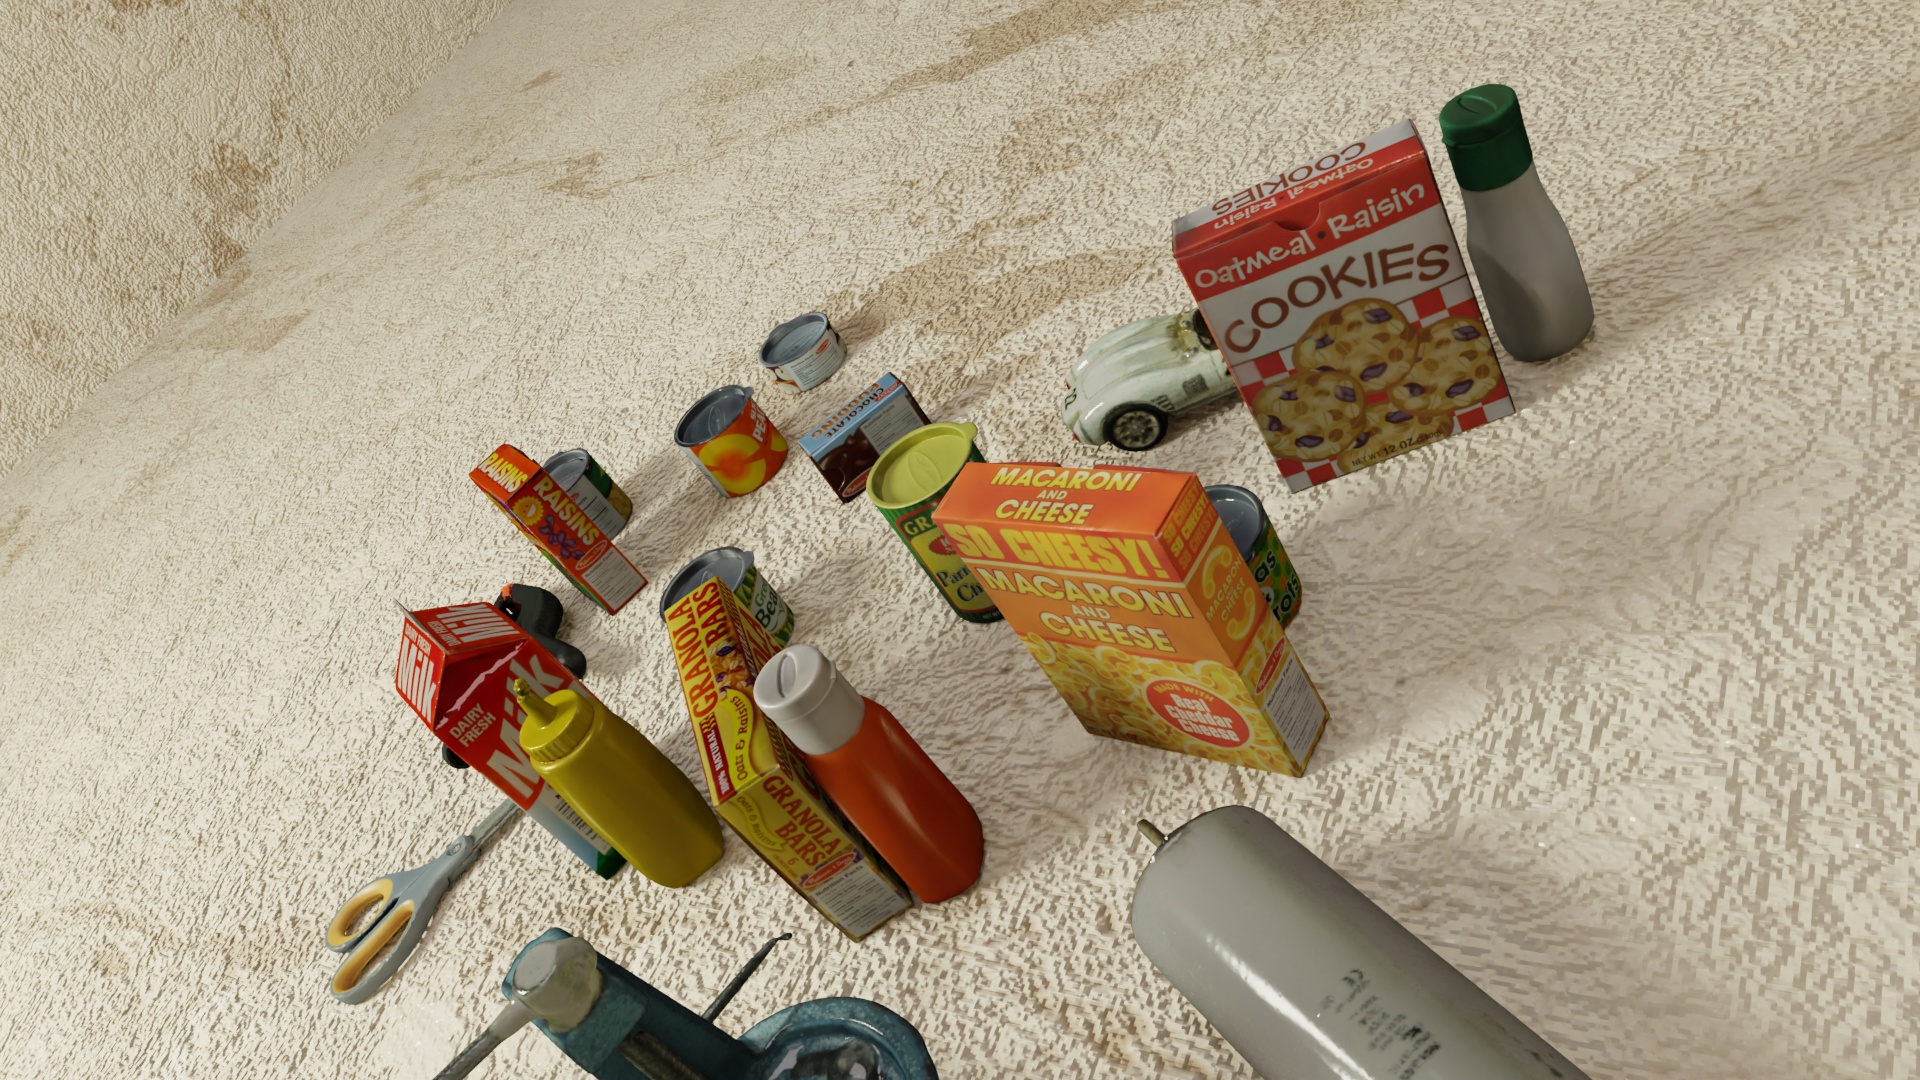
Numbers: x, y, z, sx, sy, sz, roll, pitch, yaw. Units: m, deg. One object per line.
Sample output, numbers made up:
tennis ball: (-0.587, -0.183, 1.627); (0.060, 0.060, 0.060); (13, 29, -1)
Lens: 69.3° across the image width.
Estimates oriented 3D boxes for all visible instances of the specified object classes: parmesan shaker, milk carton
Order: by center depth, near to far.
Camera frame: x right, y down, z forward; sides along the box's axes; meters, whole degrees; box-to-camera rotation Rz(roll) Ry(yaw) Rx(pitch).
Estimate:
milk carton: (-0.248, 0.103, 0.791); (0.073, 0.190, 0.072); (-48, 37, -17)
parmesan shaker: (0.003, -0.010, 0.794); (0.071, 0.102, 0.072); (-22, 37, 18)

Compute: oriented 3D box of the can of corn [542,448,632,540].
can of corn: (-0.305, -0.031, 1.105); (0.071, 0.058, 0.071); (-22, 37, 18)

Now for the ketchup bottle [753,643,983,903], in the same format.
ketchup bottle: (-0.041, 0.107, 0.655); (0.043, 0.148, 0.065); (-27, 36, 12)

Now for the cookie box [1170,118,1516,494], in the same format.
cookie box: (0.195, -0.111, 0.702); (0.123, 0.167, 0.040); (-21, 38, 19)

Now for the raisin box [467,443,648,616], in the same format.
raisin box: (-0.293, -0.009, 1.014); (0.040, 0.123, 0.086); (-46, 37, -14)

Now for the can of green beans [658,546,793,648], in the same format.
can of green beans: (-0.149, 0.047, 0.890); (0.071, 0.057, 0.071); (-22, 37, 18)

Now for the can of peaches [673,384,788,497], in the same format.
can of peaches: (-0.170, -0.076, 1.049); (0.071, 0.058, 0.071); (-22, 37, 18)

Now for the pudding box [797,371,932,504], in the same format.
pudding box: (-0.065, -0.072, 0.966); (0.084, 0.049, 0.030); (-39, 35, -6)

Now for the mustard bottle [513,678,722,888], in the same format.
mustard bottle: (-0.190, 0.124, 0.746); (0.049, 0.159, 0.065); (-37, 35, -3)

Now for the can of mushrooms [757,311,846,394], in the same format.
can of mushrooms: (-0.128, -0.152, 1.124); (0.071, 0.033, 0.071); (-22, 37, 18)

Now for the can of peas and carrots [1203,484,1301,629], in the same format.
can of peas and carrots: (0.133, 0.016, 0.698); (0.071, 0.058, 0.071); (-22, 37, 18)

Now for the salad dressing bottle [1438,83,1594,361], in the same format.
salad dressing bottle: (0.280, -0.159, 0.704); (0.044, 0.147, 0.064); (-33, 35, 3)

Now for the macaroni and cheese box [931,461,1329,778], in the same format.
macaroni and cheese box: (0.079, 0.034, 0.628); (0.123, 0.166, 0.040); (5, 52, 43)

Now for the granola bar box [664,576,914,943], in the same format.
granola bar box: (-0.092, 0.109, 0.715); (0.039, 0.123, 0.166); (-34, 35, 1)
